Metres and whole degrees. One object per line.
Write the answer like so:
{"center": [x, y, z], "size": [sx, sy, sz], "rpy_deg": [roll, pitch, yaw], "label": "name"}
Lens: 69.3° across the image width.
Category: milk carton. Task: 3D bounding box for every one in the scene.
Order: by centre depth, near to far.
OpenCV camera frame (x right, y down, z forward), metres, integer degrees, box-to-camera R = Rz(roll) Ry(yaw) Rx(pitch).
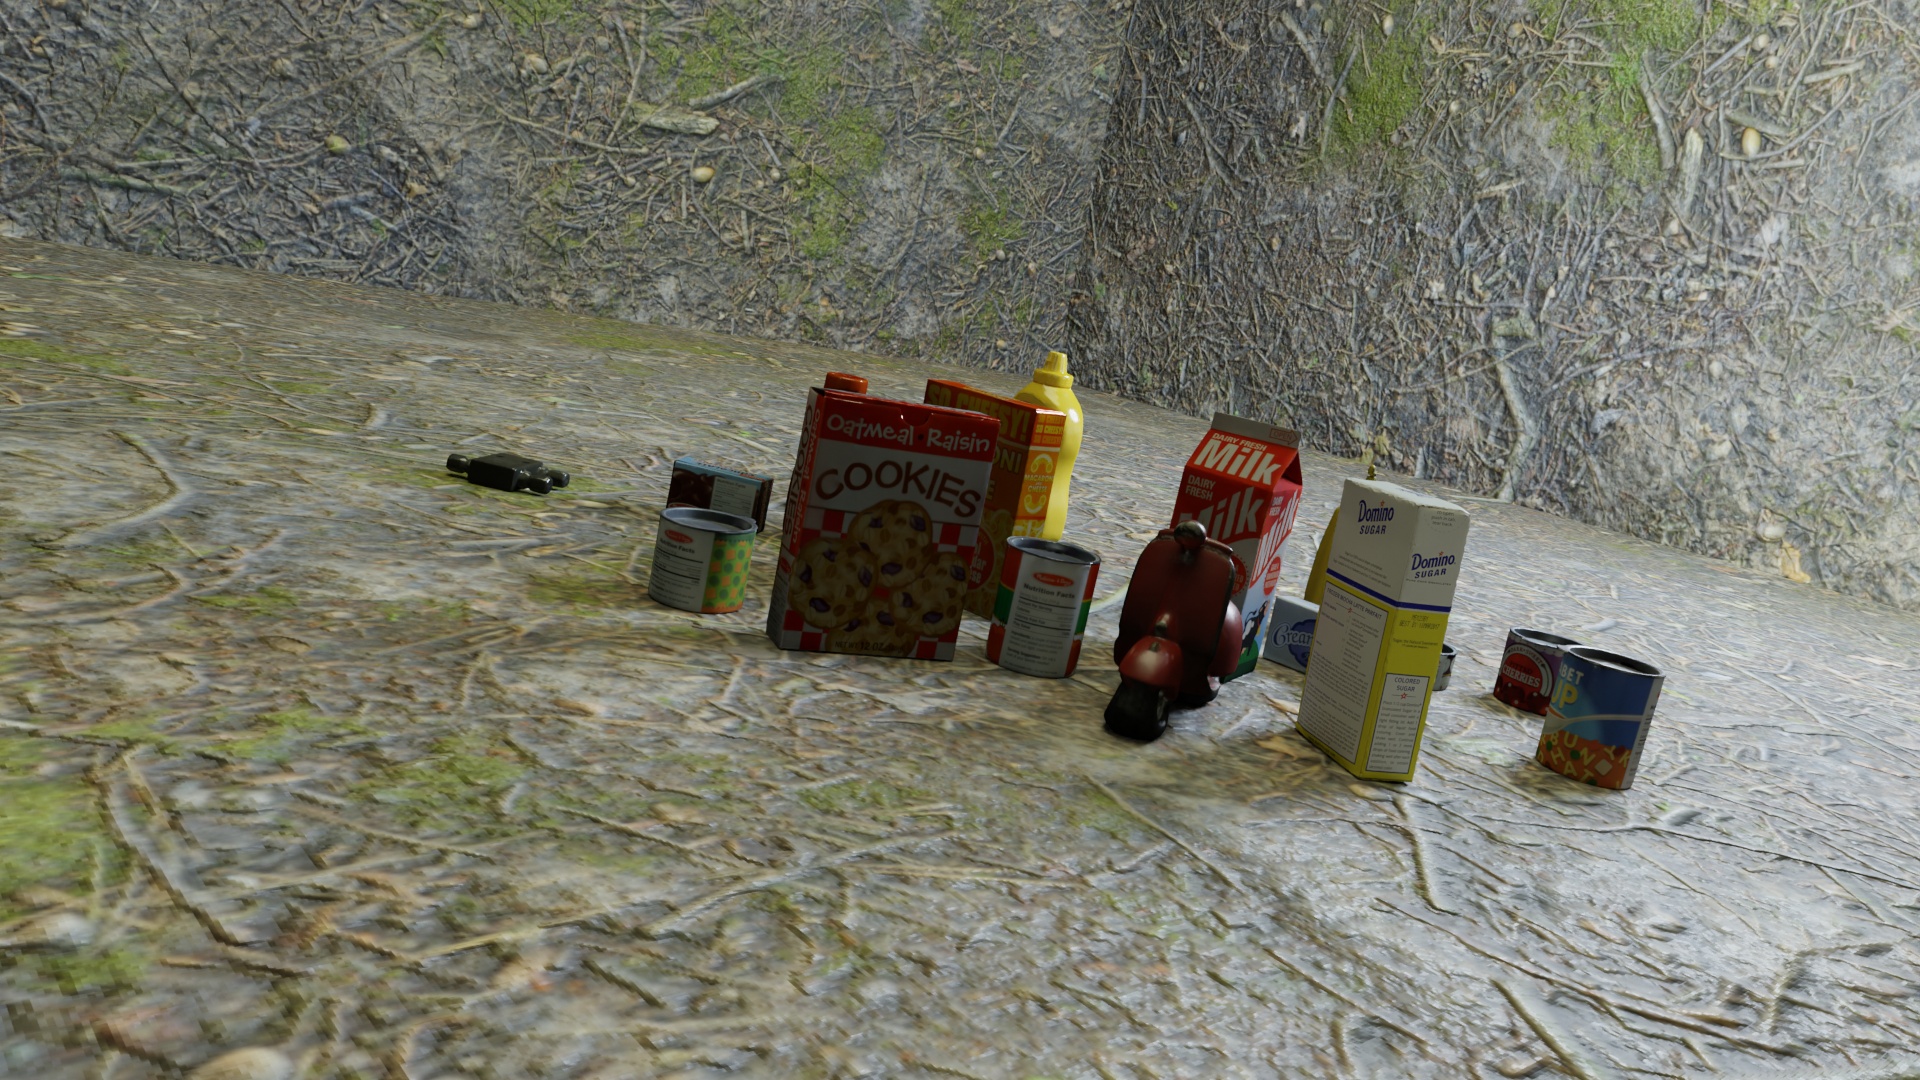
{"center": [0.200, 0.003, 1.041], "size": [0.072, 0.190, 0.073], "rpy_deg": [17, 12, 28], "label": "milk carton"}

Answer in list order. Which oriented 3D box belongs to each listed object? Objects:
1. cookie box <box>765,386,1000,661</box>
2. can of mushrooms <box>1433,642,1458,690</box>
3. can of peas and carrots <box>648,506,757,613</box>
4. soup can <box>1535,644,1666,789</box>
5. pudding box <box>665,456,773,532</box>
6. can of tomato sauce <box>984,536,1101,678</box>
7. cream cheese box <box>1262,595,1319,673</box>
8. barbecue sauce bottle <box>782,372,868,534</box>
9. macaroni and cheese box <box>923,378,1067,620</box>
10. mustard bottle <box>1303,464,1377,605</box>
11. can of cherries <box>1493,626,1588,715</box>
{"center": [-0.050, -0.009, 0.905], "size": [0.123, 0.167, 0.040], "rpy_deg": [7, 11, -25], "label": "cookie box"}
{"center": [0.375, 0.098, 1.154], "size": [0.071, 0.033, 0.071], "rpy_deg": [11, 11, -2], "label": "can of mushrooms"}
{"center": [-0.175, 0.013, 0.951], "size": [0.071, 0.058, 0.071], "rpy_deg": [11, 11, -2], "label": "can of peas and carrots"}
{"center": [0.443, 0.122, 0.971], "size": [0.071, 0.083, 0.071], "rpy_deg": [11, 11, -2], "label": "soup can"}
{"center": [-0.209, -0.040, 1.204], "size": [0.084, 0.049, 0.030], "rpy_deg": [13, 11, 9], "label": "pudding box"}
{"center": [0.057, 0.045, 0.962], "size": [0.071, 0.083, 0.071], "rpy_deg": [11, 11, -2], "label": "can of tomato sauce"}
{"center": [0.290, 0.083, 1.089], "size": [0.104, 0.053, 0.024], "rpy_deg": [21, 14, 41], "label": "cream cheese box"}
{"center": [-0.111, -0.069, 1.196], "size": [0.065, 0.148, 0.044], "rpy_deg": [8, 11, -16], "label": "barbecue sauce bottle"}
{"center": [0.012, -0.034, 1.098], "size": [0.124, 0.166, 0.040], "rpy_deg": [21, 14, 42], "label": "macaroni and cheese box"}
{"center": [0.351, 0.011, 1.237], "size": [0.065, 0.160, 0.049], "rpy_deg": [11, 10, -1], "label": "mustard bottle"}
{"center": [0.476, 0.108, 1.141], "size": [0.071, 0.058, 0.071], "rpy_deg": [11, 11, -2], "label": "can of cherries"}
